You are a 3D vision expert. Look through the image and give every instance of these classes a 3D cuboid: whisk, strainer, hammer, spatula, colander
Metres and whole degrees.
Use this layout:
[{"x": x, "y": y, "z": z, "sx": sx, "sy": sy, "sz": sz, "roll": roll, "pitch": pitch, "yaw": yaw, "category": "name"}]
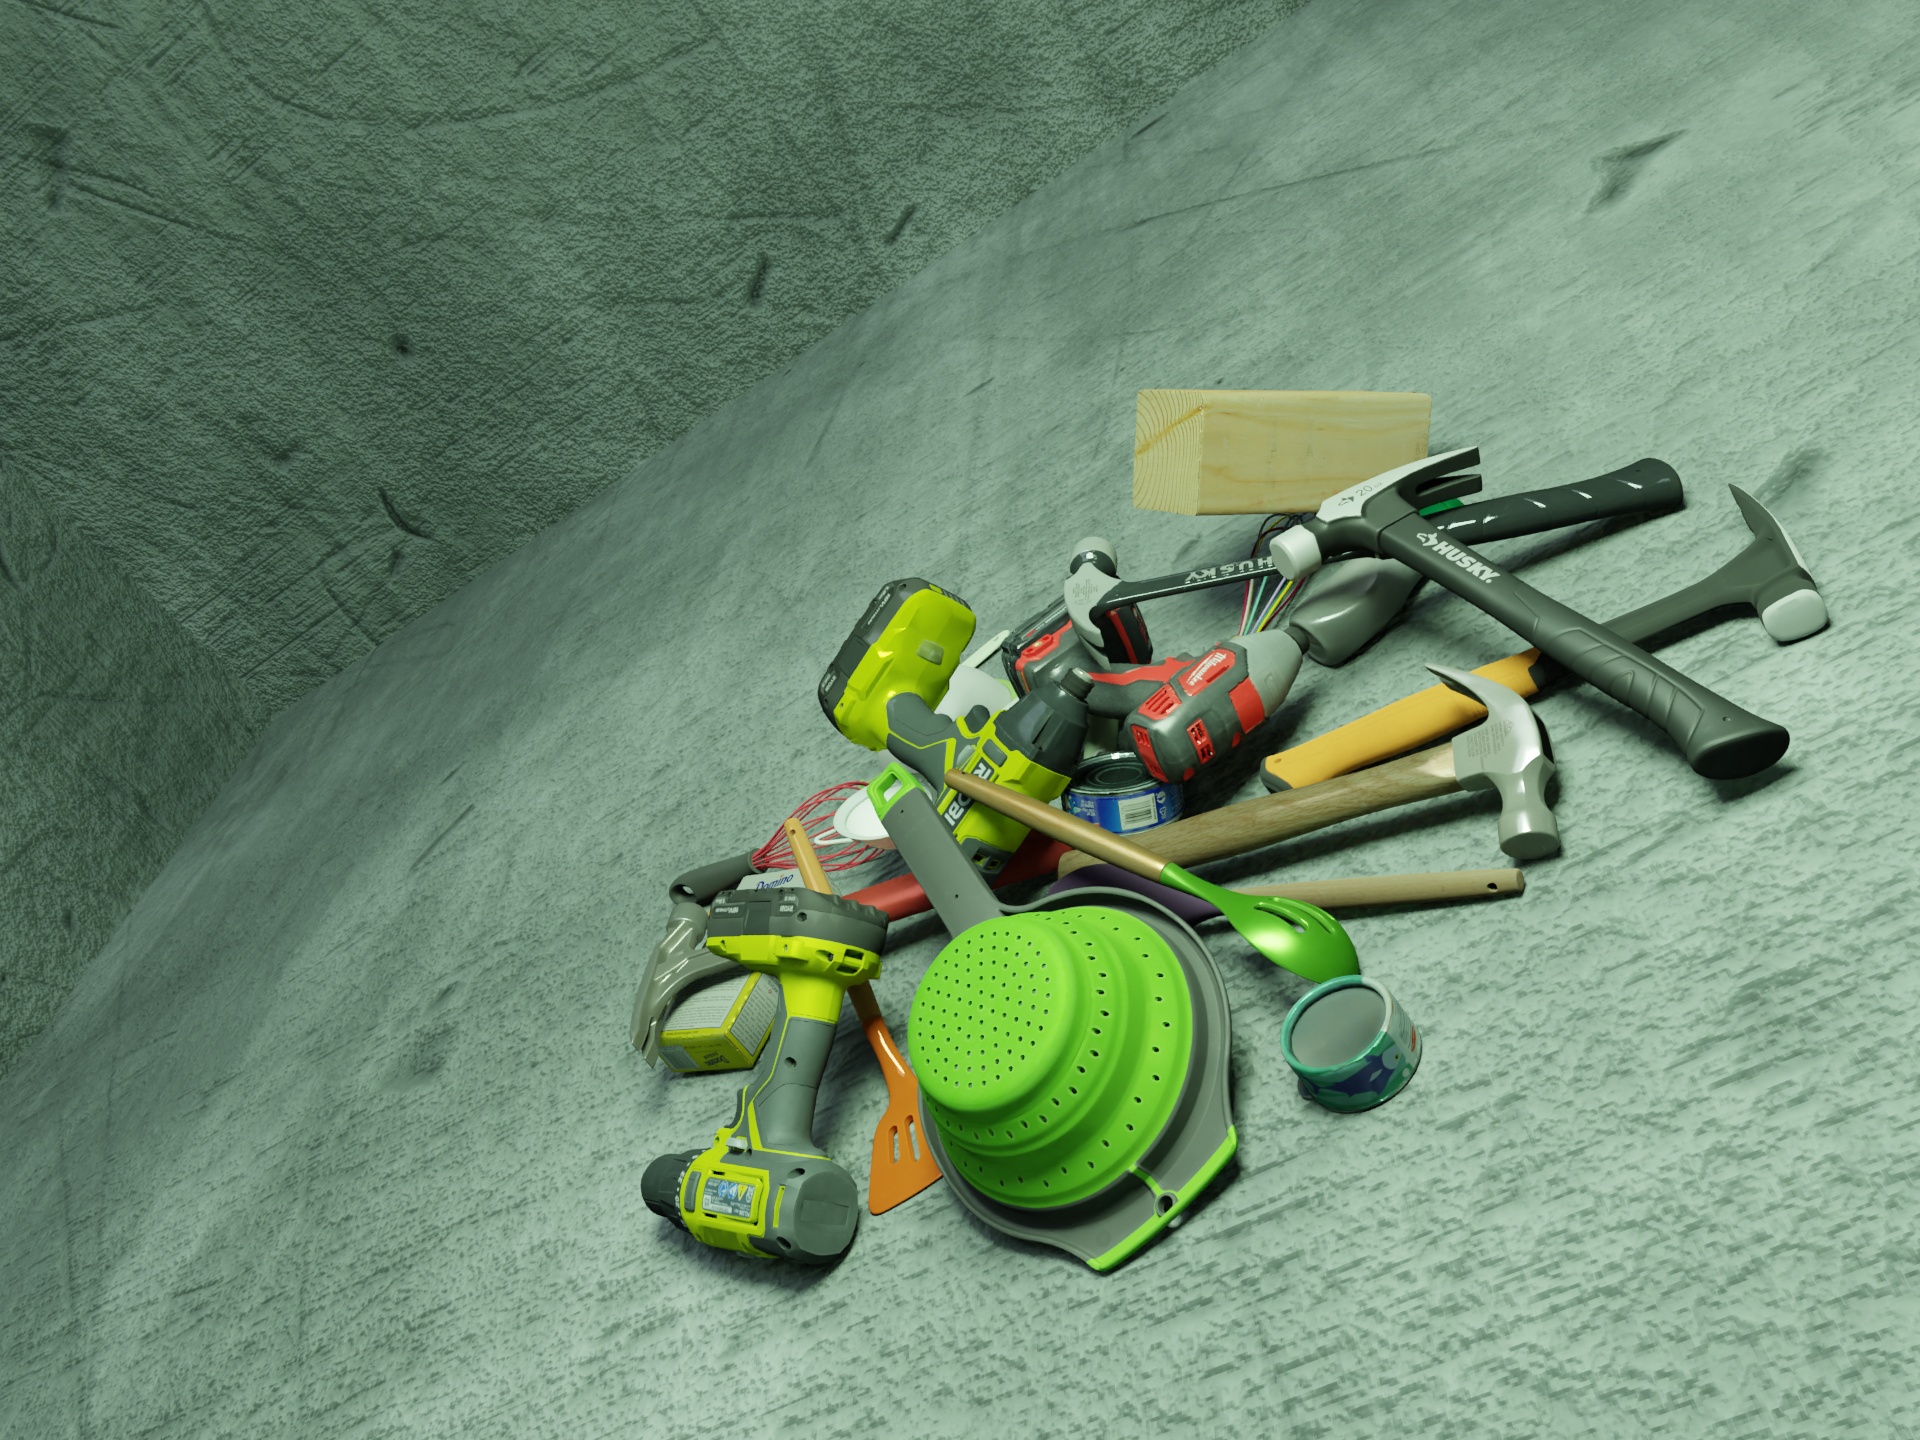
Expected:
[{"x": 0.115, "y": -0.031, "z": 1.273, "sx": 0.247, "sy": 0.057, "sz": 0.059, "roll": -80, "pitch": 12, "yaw": -51, "category": "whisk"}, {"x": -0.163, "y": 0.118, "z": 1.379, "sx": 0.296, "sy": 0.073, "sz": 0.073, "roll": -24, "pitch": 28, "yaw": 40, "category": "whisk"}, {"x": -0.002, "y": 0.033, "z": 1.232, "sx": 0.258, "sy": 0.050, "sz": 0.087, "roll": -38, "pitch": 32, "yaw": -19, "category": "strainer"}, {"x": 0.198, "y": 0.056, "z": 0.977, "sx": 0.331, "sy": 0.031, "sz": 0.130, "roll": -20, "pitch": 49, "yaw": 35, "category": "hammer"}, {"x": 0.180, "y": 0.106, "z": 0.953, "sx": 0.316, "sy": 0.059, "sz": 0.018, "roll": -10, "pitch": 13, "yaw": 39, "category": "spatula"}, {"x": 0.006, "y": 0.131, "z": 0.940, "sx": 0.204, "sy": 0.094, "sz": 0.398, "roll": -45, "pitch": 42, "yaw": 8, "category": "colander"}, {"x": -0.072, "y": 0.183, "z": 1.087, "sx": 0.081, "sy": 0.041, "sz": 0.323, "roll": -35, "pitch": 51, "yaw": 9, "category": "spatula"}, {"x": 0.003, "y": 0.003, "z": 1.329, "sx": 0.151, "sy": 0.069, "sz": 0.256, "roll": -48, "pitch": 25, "yaw": -19, "category": "strainer"}, {"x": 0.267, "y": -0.116, "z": 1.074, "sx": 0.409, "sy": 0.036, "sz": 0.149, "roll": -11, "pitch": 31, "yaw": 15, "category": "hammer"}, {"x": 0.333, "y": -0.065, "z": 0.920, "sx": 0.146, "sy": 0.035, "sz": 0.335, "roll": -29, "pitch": 39, "yaw": -10, "category": "hammer"}, {"x": -0.080, "y": 0.149, "z": 1.174, "sx": 0.359, "sy": 0.036, "sz": 0.149, "roll": -20, "pitch": 33, "yaw": 19, "category": "hammer"}, {"x": 0.219, "y": -0.072, "z": 1.198, "sx": 0.047, "sy": 0.051, "sz": 0.245, "roll": 17, "pitch": 58, "yaw": 20, "category": "whisk"}, {"x": 0.338, "y": -0.031, "z": 0.975, "sx": 0.337, "sy": 0.034, "sz": 0.127, "roll": -27, "pitch": 28, "yaw": 25, "category": "hammer"}]

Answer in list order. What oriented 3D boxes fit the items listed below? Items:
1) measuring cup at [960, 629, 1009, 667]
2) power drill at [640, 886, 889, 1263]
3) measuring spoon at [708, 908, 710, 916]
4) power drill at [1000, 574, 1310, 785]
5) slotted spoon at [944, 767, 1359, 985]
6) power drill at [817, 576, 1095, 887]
[{"x": -0.029, "y": -0.042, "z": 1.483, "sx": 0.167, "sy": 0.038, "sz": 0.083, "roll": -38, "pitch": 25, "yaw": 7, "category": "measuring cup"}, {"x": -0.133, "y": 0.231, "z": 1.048, "sx": 0.190, "sy": 0.080, "sz": 0.229, "roll": -9, "pitch": 66, "yaw": 47, "category": "power drill"}, {"x": -0.203, "y": 0.180, "z": 1.381, "sx": 0.021, "sy": 0.011, "sz": 0.117, "roll": -42, "pitch": 25, "yaw": -7, "category": "measuring spoon"}, {"x": 0.138, "y": -0.035, "z": 1.129, "sx": 0.143, "sy": 0.078, "sz": 0.220, "roll": -36, "pitch": 28, "yaw": -17, "category": "power drill"}, {"x": 0.104, "y": 0.084, "z": 0.964, "sx": 0.314, "sy": 0.031, "sz": 0.070, "roll": 23, "pitch": 21, "yaw": 39, "category": "slotted spoon"}, {"x": -0.002, "y": -0.004, "z": 1.143, "sx": 0.171, "sy": 0.080, "sz": 0.223, "roll": -56, "pitch": 42, "yaw": 12, "category": "power drill"}]
